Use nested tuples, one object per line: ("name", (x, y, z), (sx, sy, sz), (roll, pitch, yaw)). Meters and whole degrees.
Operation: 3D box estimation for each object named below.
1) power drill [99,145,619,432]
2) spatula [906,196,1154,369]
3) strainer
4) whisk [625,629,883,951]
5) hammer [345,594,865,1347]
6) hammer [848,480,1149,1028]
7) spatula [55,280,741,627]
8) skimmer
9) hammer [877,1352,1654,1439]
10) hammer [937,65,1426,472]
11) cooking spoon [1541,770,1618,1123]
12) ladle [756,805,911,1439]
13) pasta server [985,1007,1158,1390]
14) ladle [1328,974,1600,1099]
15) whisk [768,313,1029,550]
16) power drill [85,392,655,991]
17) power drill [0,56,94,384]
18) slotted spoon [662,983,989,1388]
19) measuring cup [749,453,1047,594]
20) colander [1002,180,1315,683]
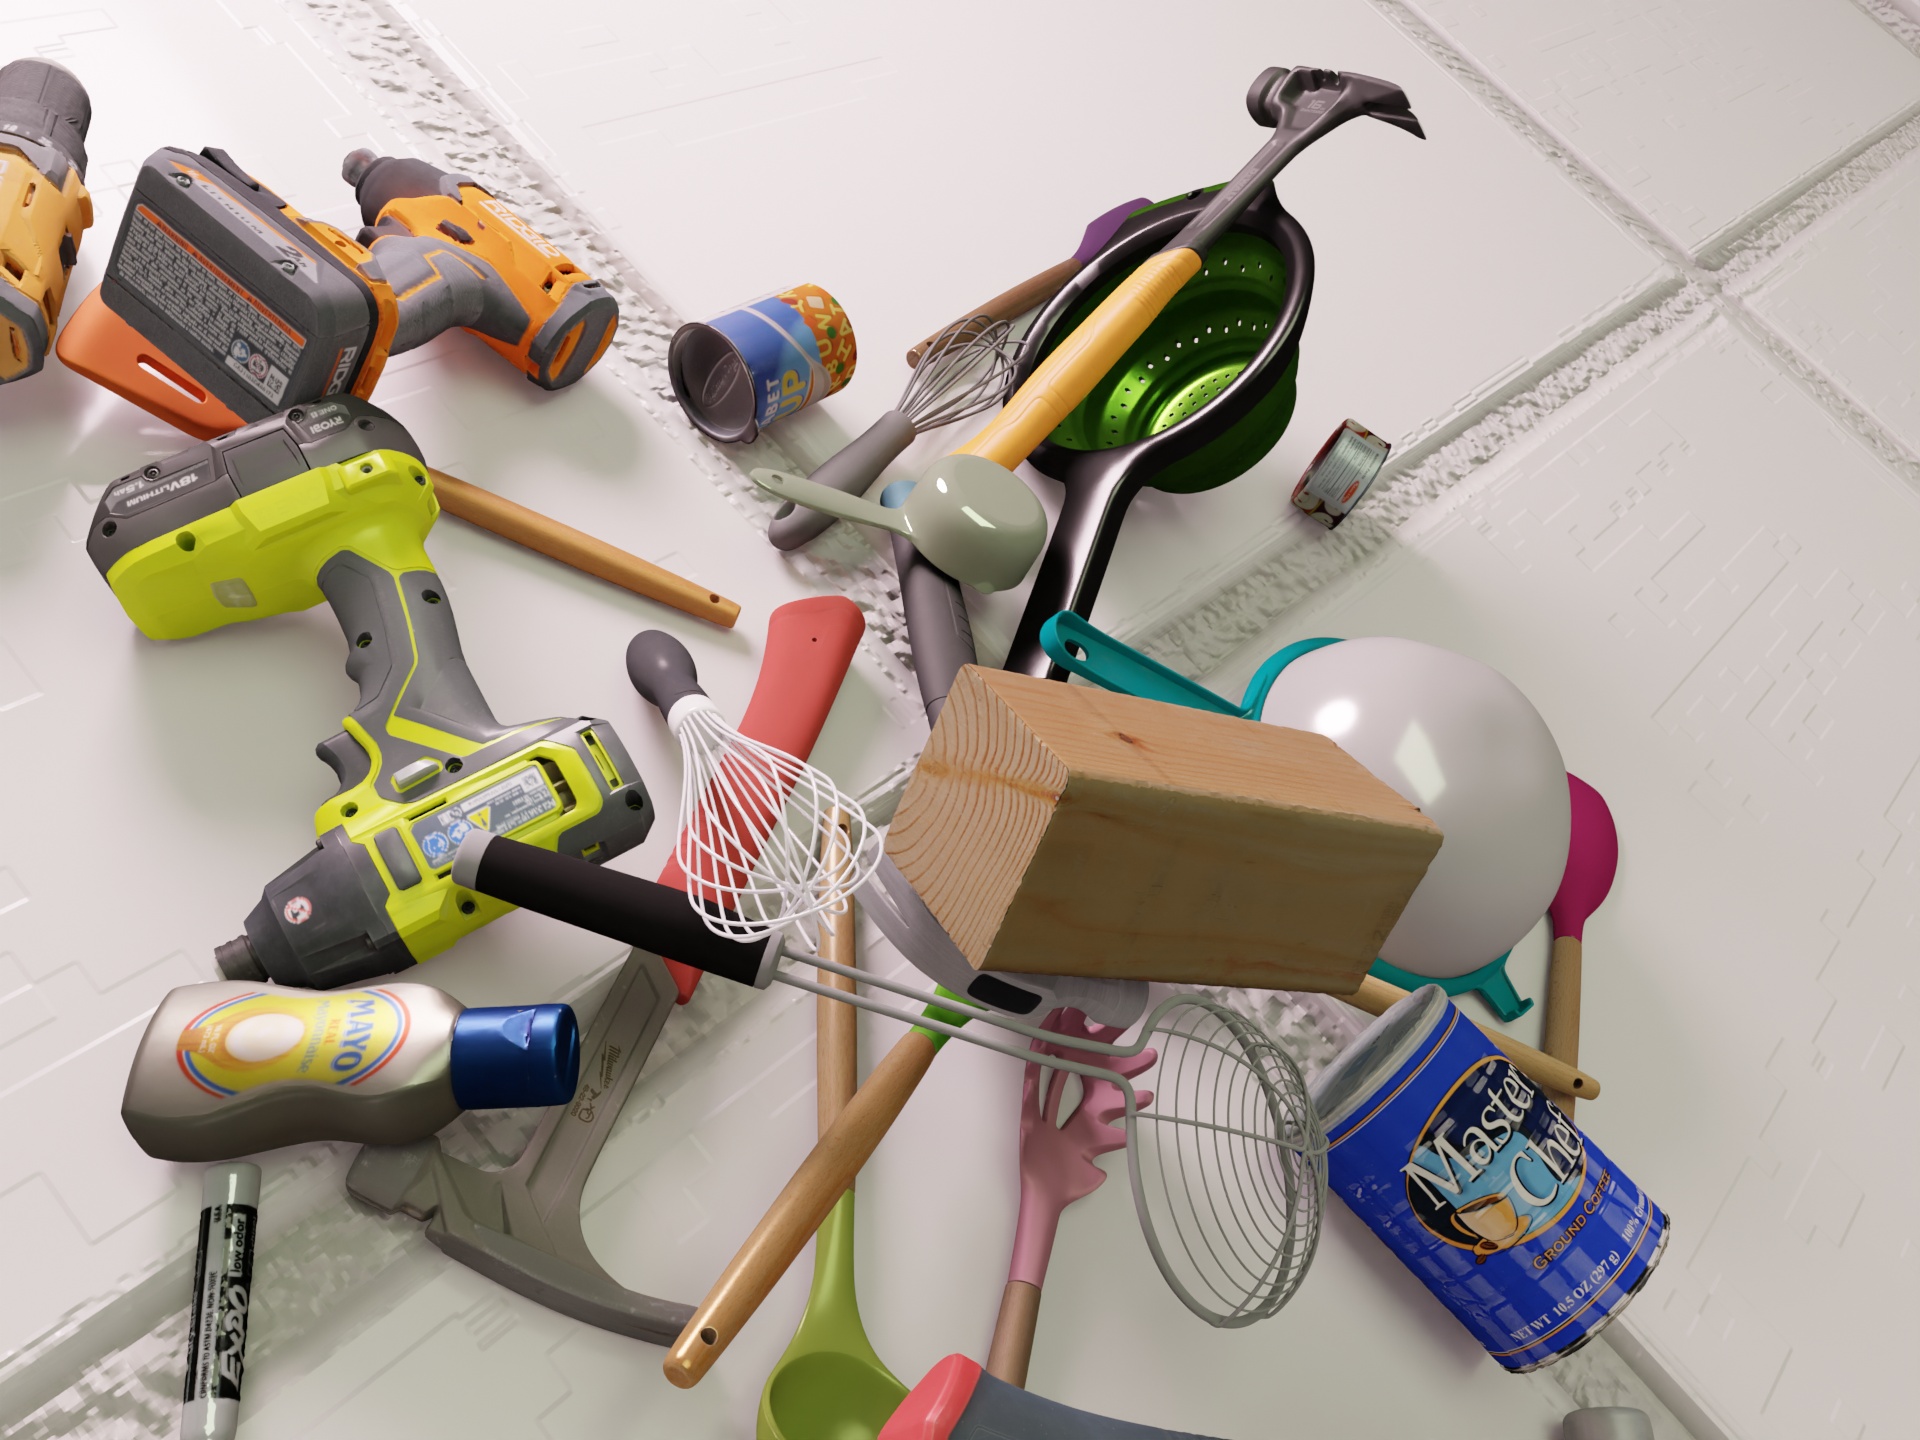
("power drill", (-0.286, -0.218, 0.759), (0.164, 0.084, 0.226), (39, 27, 5))
("spatula", (0.064, -0.292, 1.060), (0.060, 0.018, 0.316), (44, 48, 7))
("strainer", (0.202, 0.008, 0.819), (0.340, 0.095, 0.211), (26, 54, -23))
("whisk", (-0.099, 0.013, 0.649), (0.070, 0.070, 0.285), (4, 19, -24))
("hammer", (-0.106, 0.079, 0.694), (0.149, 0.036, 0.359), (28, 49, -6))
("hammer", (-0.001, -0.002, 0.773), (0.128, 0.033, 0.331), (15, 41, -26))
("spatula", (-0.254, -0.118, 0.760), (0.322, 0.041, 0.081), (23, 49, -11))
("skimmer", (-0.021, 0.128, 0.619), (0.363, 0.090, 0.127), (19, 49, -2))
("hammer", (0.142, 0.315, 0.605), (0.386, 0.038, 0.143), (21, 50, -25))
("hammer", (0.109, -0.239, 0.897), (0.034, 0.337, 0.127), (45, -3, -38))
("cooking spoon", (0.335, 0.144, 0.879), (0.068, 0.017, 0.319), (30, 48, -7))
("ladle", (-0.044, 0.164, 0.652), (0.078, 0.062, 0.320), (20, 46, -28))
("pasta server", (0.024, 0.251, 0.633), (0.060, 0.040, 0.316), (31, 49, -16))
("ladle", (0.184, 0.129, 0.792), (0.315, 0.031, 0.069), (23, 85, -10))
("whisk", (-0.033, -0.164, 0.902), (0.055, 0.055, 0.239), (38, 53, 3))
("power drill", (-0.252, -0.009, 0.648), (0.171, 0.080, 0.223), (-28, 74, -19))
("power drill", (-0.499, -0.237, 0.684), (0.226, 0.084, 0.186), (5, 54, -17))
("slotted spoon", (-0.026, 0.147, 0.640), (0.070, 0.031, 0.314), (39, 36, 4))
("measuring cup", (-0.026, -0.115, 0.814), (0.167, 0.038, 0.083), (12, 43, -33))
("colander", (0.108, -0.135, 0.917), (0.094, 0.204, 0.397), (43, 57, -40))
